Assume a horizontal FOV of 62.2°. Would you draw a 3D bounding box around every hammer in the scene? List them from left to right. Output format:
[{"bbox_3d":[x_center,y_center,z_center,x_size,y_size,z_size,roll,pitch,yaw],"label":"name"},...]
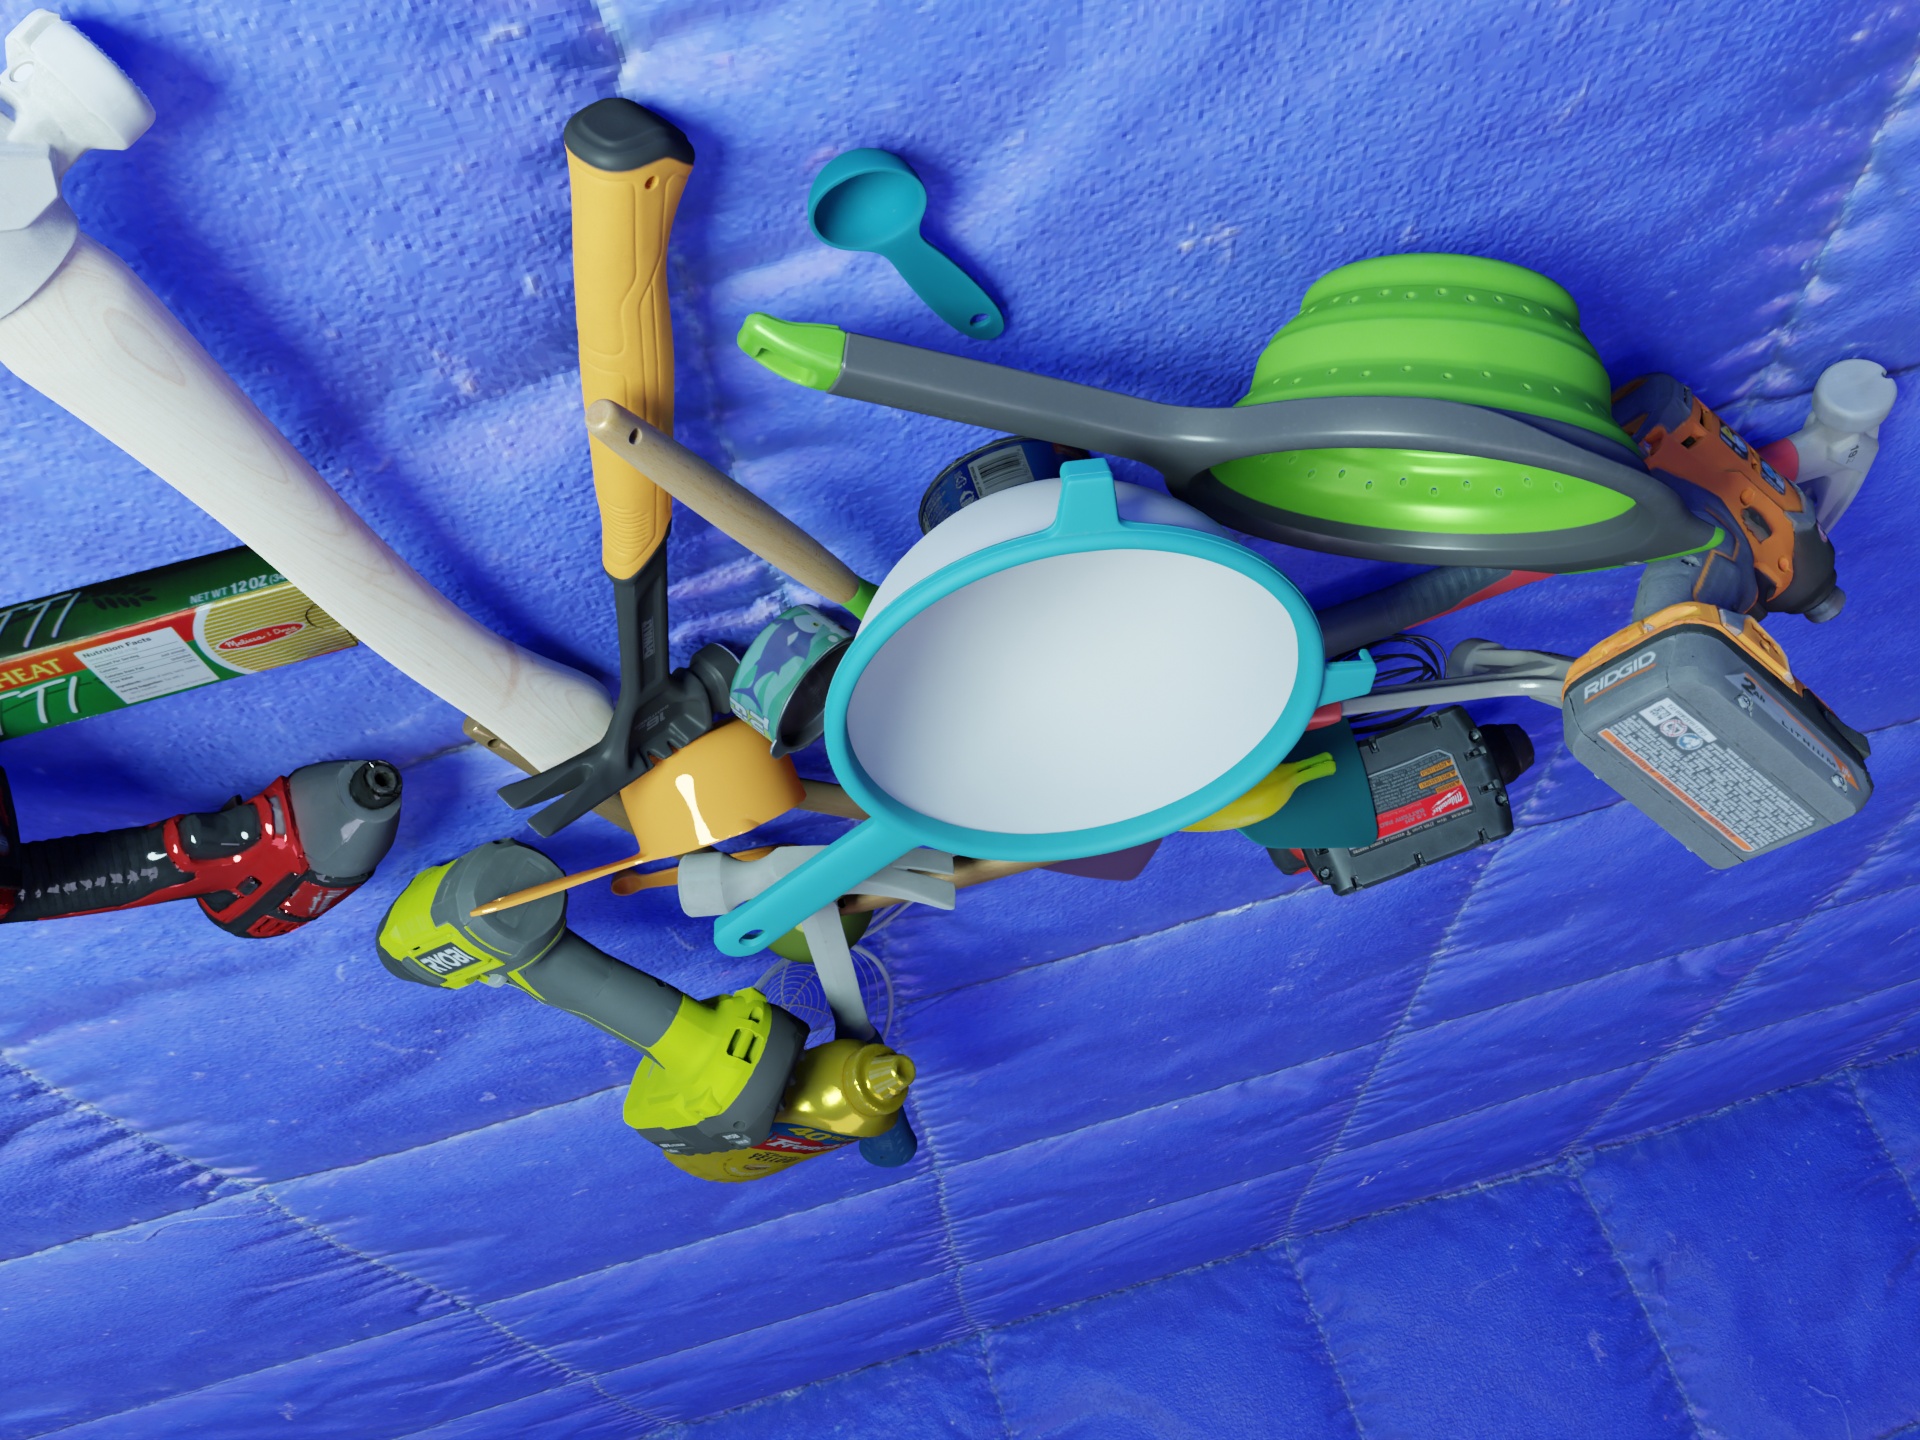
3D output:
[{"bbox_3d":[-0.240,-0.055,0.593,0.146,0.038,0.410,-50,155,-10],"label":"hammer"},{"bbox_3d":[-0.134,-0.082,0.622,0.127,0.034,0.336,-38,157,-31],"label":"hammer"},{"bbox_3d":[-0.061,0.190,0.990,0.144,0.035,0.405,-4,144,2],"label":"hammer"},{"bbox_3d":[0.143,0.000,0.805,0.359,0.036,0.149,-7,-169,-9],"label":"hammer"},{"bbox_3d":[0.317,-0.082,0.896,0.386,0.038,0.143,-21,152,4],"label":"hammer"}]

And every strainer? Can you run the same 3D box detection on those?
[{"bbox_3d":[-0.001,-0.002,0.723,0.210,0.095,0.340,28,130,-37],"label":"strainer"}]

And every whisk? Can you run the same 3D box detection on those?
[{"bbox_3d":[0.175,0.004,0.934,0.239,0.055,0.055,-20,150,-5],"label":"whisk"}]

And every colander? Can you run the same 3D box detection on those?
[{"bbox_3d":[0.114,-0.142,0.632,0.397,0.094,0.204,10,175,-16],"label":"colander"}]

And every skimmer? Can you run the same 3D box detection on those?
[{"bbox_3d":[-0.024,0.139,1.025,0.127,0.090,0.363,11,139,-39],"label":"skimmer"}]

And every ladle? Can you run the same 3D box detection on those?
[{"bbox_3d":[-0.153,0.062,0.883,0.078,0.062,0.319,-36,138,13],"label":"ladle"}]

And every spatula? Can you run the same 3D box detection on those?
[{"bbox_3d":[-0.018,0.053,0.913,0.315,0.018,0.059,11,125,-26],"label":"spatula"},{"bbox_3d":[0.071,0.068,0.899,0.317,0.082,0.044,-16,174,12],"label":"spatula"}]

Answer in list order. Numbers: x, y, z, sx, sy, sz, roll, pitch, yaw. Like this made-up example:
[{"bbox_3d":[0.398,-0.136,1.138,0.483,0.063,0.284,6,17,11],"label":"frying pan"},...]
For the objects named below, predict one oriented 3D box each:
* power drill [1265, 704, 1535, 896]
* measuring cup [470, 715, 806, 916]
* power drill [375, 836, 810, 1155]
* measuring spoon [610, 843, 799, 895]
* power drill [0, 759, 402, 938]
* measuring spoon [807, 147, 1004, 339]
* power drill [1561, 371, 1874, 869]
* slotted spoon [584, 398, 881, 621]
[{"bbox_3d":[0.282,0.044,0.994,0.188,0.080,0.226,-21,174,6],"label":"power drill"},{"bbox_3d":[-0.164,0.044,0.786,0.173,0.052,0.095,-20,-173,-20],"label":"measuring cup"},{"bbox_3d":[-0.211,0.155,0.886,0.223,0.080,0.171,38,144,-23],"label":"power drill"},{"bbox_3d":[-0.152,0.086,0.953,0.117,0.011,0.021,-10,143,-21],"label":"measuring spoon"},{"bbox_3d":[-0.358,0.056,0.693,0.143,0.079,0.219,-31,160,36],"label":"power drill"},{"bbox_3d":[-0.016,-0.176,0.590,0.042,0.021,0.128,-22,160,20],"label":"measuring spoon"},{"bbox_3d":[0.360,-0.045,0.744,0.164,0.227,0.084,35,138,-14],"label":"power drill"},{"bbox_3d":[-0.061,-0.067,0.676,0.070,0.031,0.313,-65,153,-3],"label":"slotted spoon"}]
